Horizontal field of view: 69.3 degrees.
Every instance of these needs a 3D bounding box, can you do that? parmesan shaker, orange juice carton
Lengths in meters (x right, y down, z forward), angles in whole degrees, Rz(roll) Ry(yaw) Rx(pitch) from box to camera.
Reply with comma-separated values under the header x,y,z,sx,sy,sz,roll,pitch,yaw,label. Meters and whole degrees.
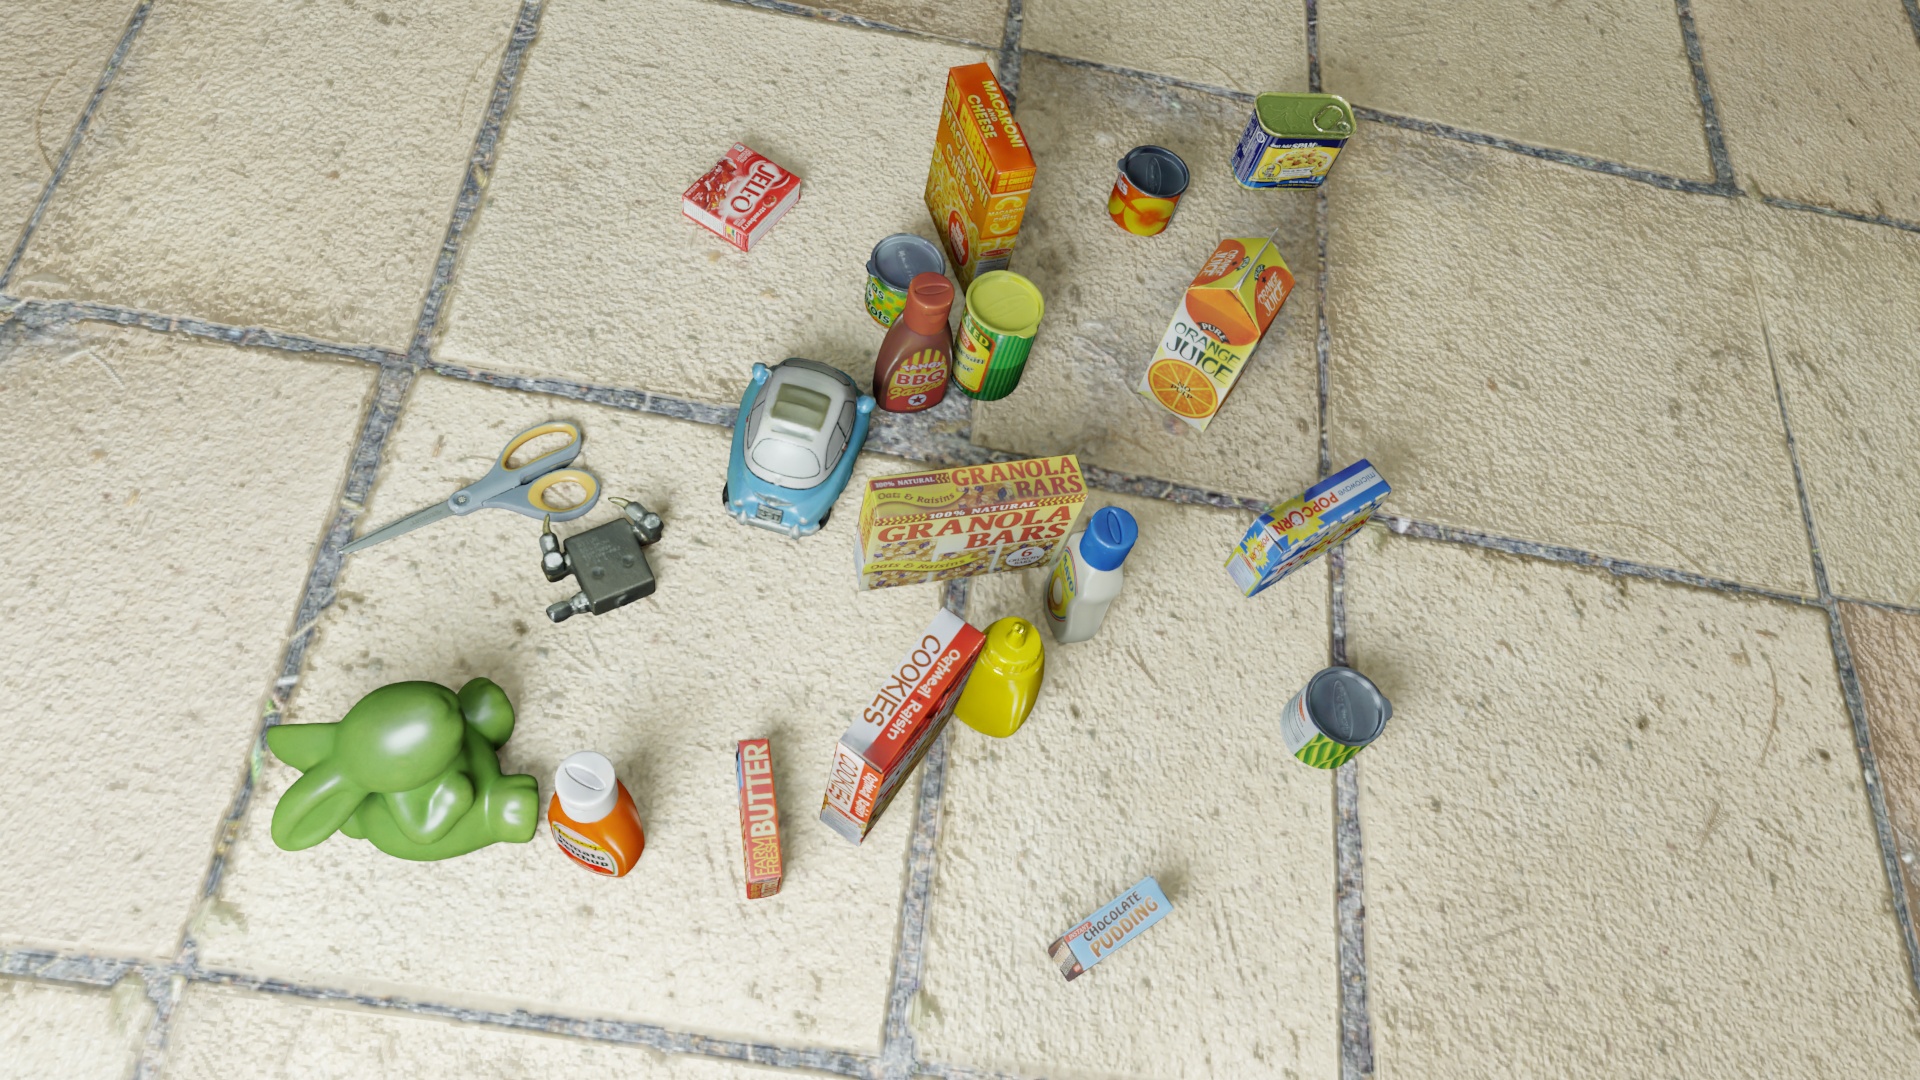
x,y,z,sx,sy,sz,roll,pitch,yaw,label
0.030,-0.171,1.190,0.071,0.102,0.071,5,61,-8,parmesan shaker
0.222,-0.183,1.182,0.073,0.191,0.072,33,61,8,orange juice carton

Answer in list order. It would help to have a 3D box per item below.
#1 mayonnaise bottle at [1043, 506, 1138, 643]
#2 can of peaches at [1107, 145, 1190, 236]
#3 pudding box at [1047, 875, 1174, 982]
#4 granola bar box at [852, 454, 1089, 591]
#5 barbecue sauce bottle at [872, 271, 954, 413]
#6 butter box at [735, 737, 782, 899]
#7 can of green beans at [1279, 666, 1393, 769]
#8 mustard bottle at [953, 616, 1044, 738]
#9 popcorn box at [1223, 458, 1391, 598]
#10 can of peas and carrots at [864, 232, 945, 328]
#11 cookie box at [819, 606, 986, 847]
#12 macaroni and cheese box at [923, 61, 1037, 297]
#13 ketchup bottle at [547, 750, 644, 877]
x,y,z,sx,sy,sz,roll,pitch,yaw,label
0.100,0.024,1.070,0.041,0.147,0.065,-4,63,-13,mayonnaise bottle
0.178,-0.336,1.335,0.071,0.057,0.071,5,61,-8,can of peaches
0.107,0.276,0.989,0.084,0.049,0.030,-27,70,-23,pudding box
0.004,-0.014,1.086,0.166,0.123,0.039,-7,64,-14,granola bar box
-0.034,-0.162,1.147,0.065,0.147,0.044,-9,64,-15,barbecue sauce bottle
-0.143,0.197,0.983,0.024,0.053,0.104,-4,62,-13,butter box
0.293,0.141,1.095,0.071,0.057,0.071,5,61,-8,can of green beans
0.032,0.093,1.012,0.065,0.159,0.049,30,61,6,mustard bottle
0.290,-0.010,1.162,0.127,0.084,0.038,-27,70,-23,popcorn box
-0.052,-0.228,1.231,0.071,0.058,0.071,5,61,-8,can of peas and carrots
-0.042,0.134,0.972,0.040,0.166,0.123,34,61,8,cookie box
0.015,-0.317,1.231,0.040,0.165,0.124,-13,65,-17,macaroni and cheese box
-0.243,0.179,0.919,0.065,0.148,0.044,27,60,4,ketchup bottle
